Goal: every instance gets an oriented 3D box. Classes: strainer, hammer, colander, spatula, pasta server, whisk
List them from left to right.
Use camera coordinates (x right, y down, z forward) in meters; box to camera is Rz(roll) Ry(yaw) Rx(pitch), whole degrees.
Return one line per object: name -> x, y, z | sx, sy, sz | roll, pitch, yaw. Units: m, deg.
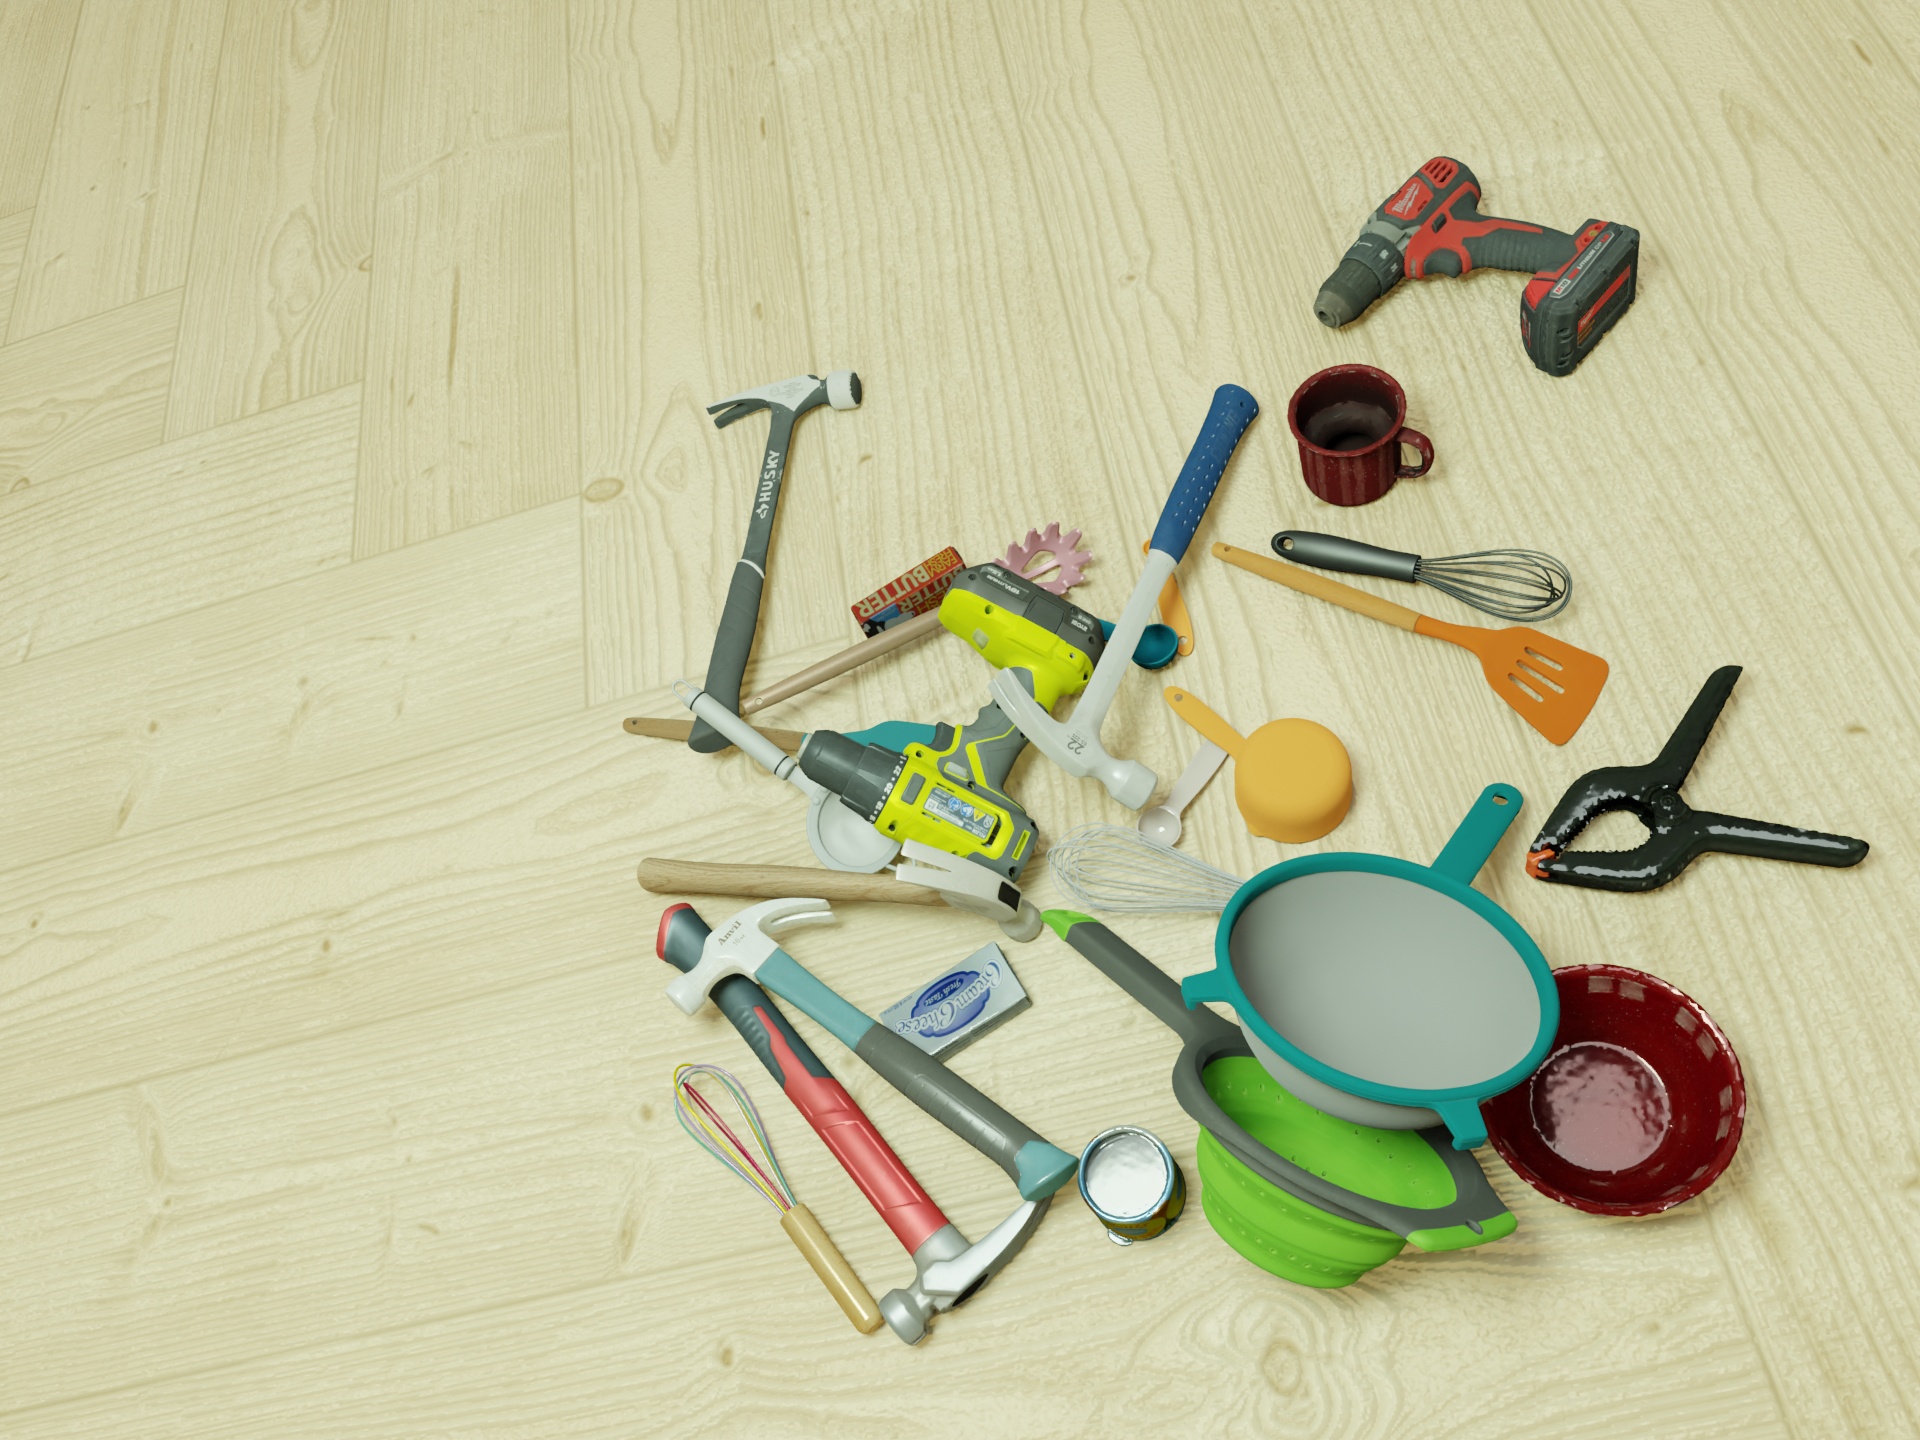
hammer -> -0.189, -0.151, 1.423 | 0.149, 0.036, 0.409 | -3, 57, 17
whisk -> -0.137, 0.339, 1.145 | 0.051, 0.047, 0.245 | -40, 61, -8
spatula -> -0.148, 0.023, 1.338 | 0.317, 0.044, 0.082 | 6, 65, 25
strainer -> -0.133, 0.042, 1.279 | 0.258, 0.050, 0.087 | 36, 93, 12
hammer -> -0.111, 0.126, 1.227 | 0.331, 0.129, 0.031 | 0, 64, 27
hammer -> -0.099, 0.261, 1.179 | 0.143, 0.038, 0.387 | -40, 58, -9
hammer -> -0.058, 0.237, 1.142 | 0.331, 0.033, 0.128 | 31, 66, 28
pasta server -> -0.037, -0.079, 1.326 | 0.316, 0.040, 0.060 | -26, 86, -7
hammer -> 0.153, -0.125, 1.268 | 0.144, 0.035, 0.406 | 33, 59, -9
colander -> 0.172, 0.256, 1.065 | 0.397, 0.204, 0.094 | 35, 111, 46
whisk -> 0.199, 0.126, 1.152 | 0.284, 0.070, 0.070 | 10, 65, 16
spatula -> 0.337, -0.079, 1.244 | 0.323, 0.041, 0.081 | 26, 72, 32
strainer -> 0.297, 0.157, 1.056 | 0.211, 0.095, 0.340 | 25, 41, 25
whisk -> 0.357, -0.122, 1.248 | 0.239, 0.055, 0.055 | 15, 67, 28

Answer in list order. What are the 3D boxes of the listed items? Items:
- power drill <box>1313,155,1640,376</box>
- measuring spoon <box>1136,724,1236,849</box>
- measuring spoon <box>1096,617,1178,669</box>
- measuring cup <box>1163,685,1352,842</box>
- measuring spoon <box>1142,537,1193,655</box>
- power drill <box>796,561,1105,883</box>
power drill -> 0.432, -0.376, 1.350 | 0.227, 0.080, 0.188 | 36, 77, 33
measuring spoon -> 0.177, 0.052, 1.227 | 0.034, 0.018, 0.124 | 32, 68, 18
measuring spoon -> 0.124, -0.067, 1.310 | 0.129, 0.021, 0.042 | 18, 63, 35
measuring cup -> 0.218, 0.016, 1.201 | 0.095, 0.052, 0.174 | -44, 65, -12
measuring spoon -> 0.173, -0.102, 1.316 | 0.021, 0.011, 0.117 | -17, 62, 7
power drill -> -0.002, -0.004, 1.240 | 0.190, 0.080, 0.229 | 28, 68, -2
